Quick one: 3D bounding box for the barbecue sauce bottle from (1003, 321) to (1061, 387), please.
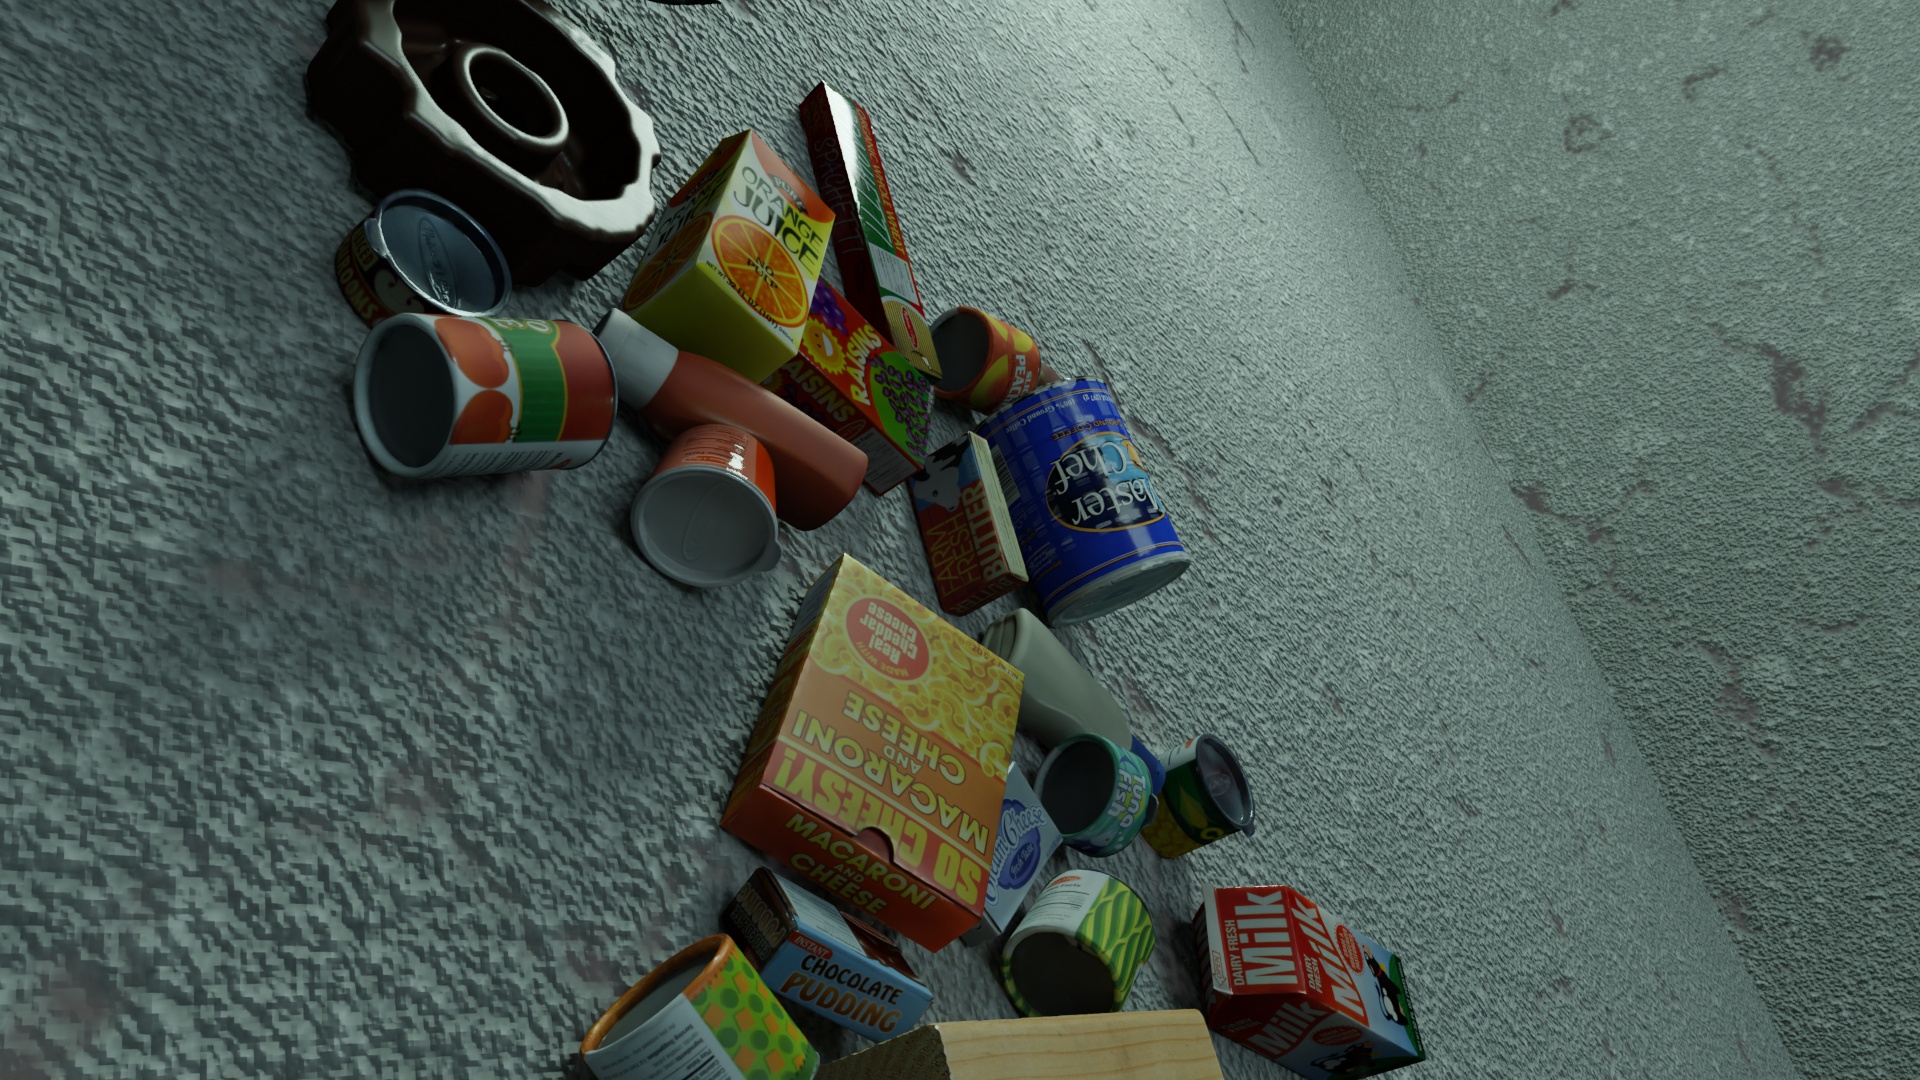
[{"bbox_3d":[0.066,-0.097,1.045,0.148,0.043,0.065,50,30,-15],"label":"barbecue sauce bottle"}]

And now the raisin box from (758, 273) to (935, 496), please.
[{"bbox_3d":[-0.072,-0.098,0.836,0.123,0.040,0.086,43,33,-28],"label":"raisin box"}]

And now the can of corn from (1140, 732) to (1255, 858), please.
[{"bbox_3d":[0.151,0.170,0.909,0.071,0.058,0.071,38,34,-33],"label":"can of corn"}]

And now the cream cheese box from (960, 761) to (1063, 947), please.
[{"bbox_3d":[0.017,0.165,0.740,0.053,0.024,0.104,56,29,-2],"label":"cream cheese box"}]

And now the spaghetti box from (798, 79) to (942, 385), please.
[{"bbox_3d":[-0.065,-0.214,0.967,0.050,0.028,0.251,20,47,-49],"label":"spaghetti box"}]

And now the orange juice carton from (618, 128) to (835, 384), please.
[{"bbox_3d":[-0.125,-0.161,0.778,0.071,0.073,0.194,42,32,-28],"label":"orange juice carton"}]

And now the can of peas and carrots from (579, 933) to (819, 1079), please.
[{"bbox_3d":[-0.094,0.186,0.506,0.058,0.070,0.071,55,29,-6],"label":"can of peas and carrots"}]

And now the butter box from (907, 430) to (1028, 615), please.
[{"bbox_3d":[0.003,-0.011,0.856,0.024,0.053,0.104,21,46,-52],"label":"butter box"}]

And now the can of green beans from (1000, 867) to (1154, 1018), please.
[{"bbox_3d":[0.061,0.213,0.719,0.071,0.071,0.058,58,29,-2],"label":"can of green beans"}]

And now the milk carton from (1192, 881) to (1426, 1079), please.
[{"bbox_3d":[0.211,0.280,0.882,0.190,0.073,0.073,37,36,-34],"label":"milk carton"}]

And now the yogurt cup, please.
[{"bbox_3d":[-0.119,-0.020,0.665,0.072,0.072,0.054,44,24,-26],"label":"yogurt cup"}]

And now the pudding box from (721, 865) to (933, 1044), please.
[{"bbox_3d":[-0.056,0.177,0.587,0.083,0.030,0.050,39,-2,-32],"label":"pudding box"}]

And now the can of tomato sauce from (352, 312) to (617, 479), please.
[{"bbox_3d":[-0.197,-0.062,0.578,0.083,0.071,0.071,-10,72,-59],"label":"can of tomato sauce"}]

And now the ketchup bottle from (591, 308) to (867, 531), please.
[{"bbox_3d":[-0.122,-0.061,0.703,0.148,0.064,0.044,34,55,-24],"label":"ketchup bottle"}]

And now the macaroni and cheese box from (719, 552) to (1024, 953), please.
[{"bbox_3d":[-0.036,0.098,0.681,0.123,0.040,0.167,35,34,-15],"label":"macaroni and cheese box"}]

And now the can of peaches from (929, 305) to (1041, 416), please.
[{"bbox_3d":[0.015,-0.122,0.963,0.058,0.071,0.071,16,50,-50],"label":"can of peaches"}]

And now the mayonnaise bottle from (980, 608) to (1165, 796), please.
[{"bbox_3d":[0.070,0.110,0.860,0.148,0.041,0.065,46,33,-24],"label":"mayonnaise bottle"}]

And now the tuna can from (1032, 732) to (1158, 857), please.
[{"bbox_3d":[0.077,0.147,0.803,0.033,0.071,0.071,32,38,-37],"label":"tuna can"}]

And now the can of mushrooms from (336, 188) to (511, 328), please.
[{"bbox_3d":[-0.235,-0.117,0.606,0.071,0.033,0.071,38,35,-34],"label":"can of mushrooms"}]
